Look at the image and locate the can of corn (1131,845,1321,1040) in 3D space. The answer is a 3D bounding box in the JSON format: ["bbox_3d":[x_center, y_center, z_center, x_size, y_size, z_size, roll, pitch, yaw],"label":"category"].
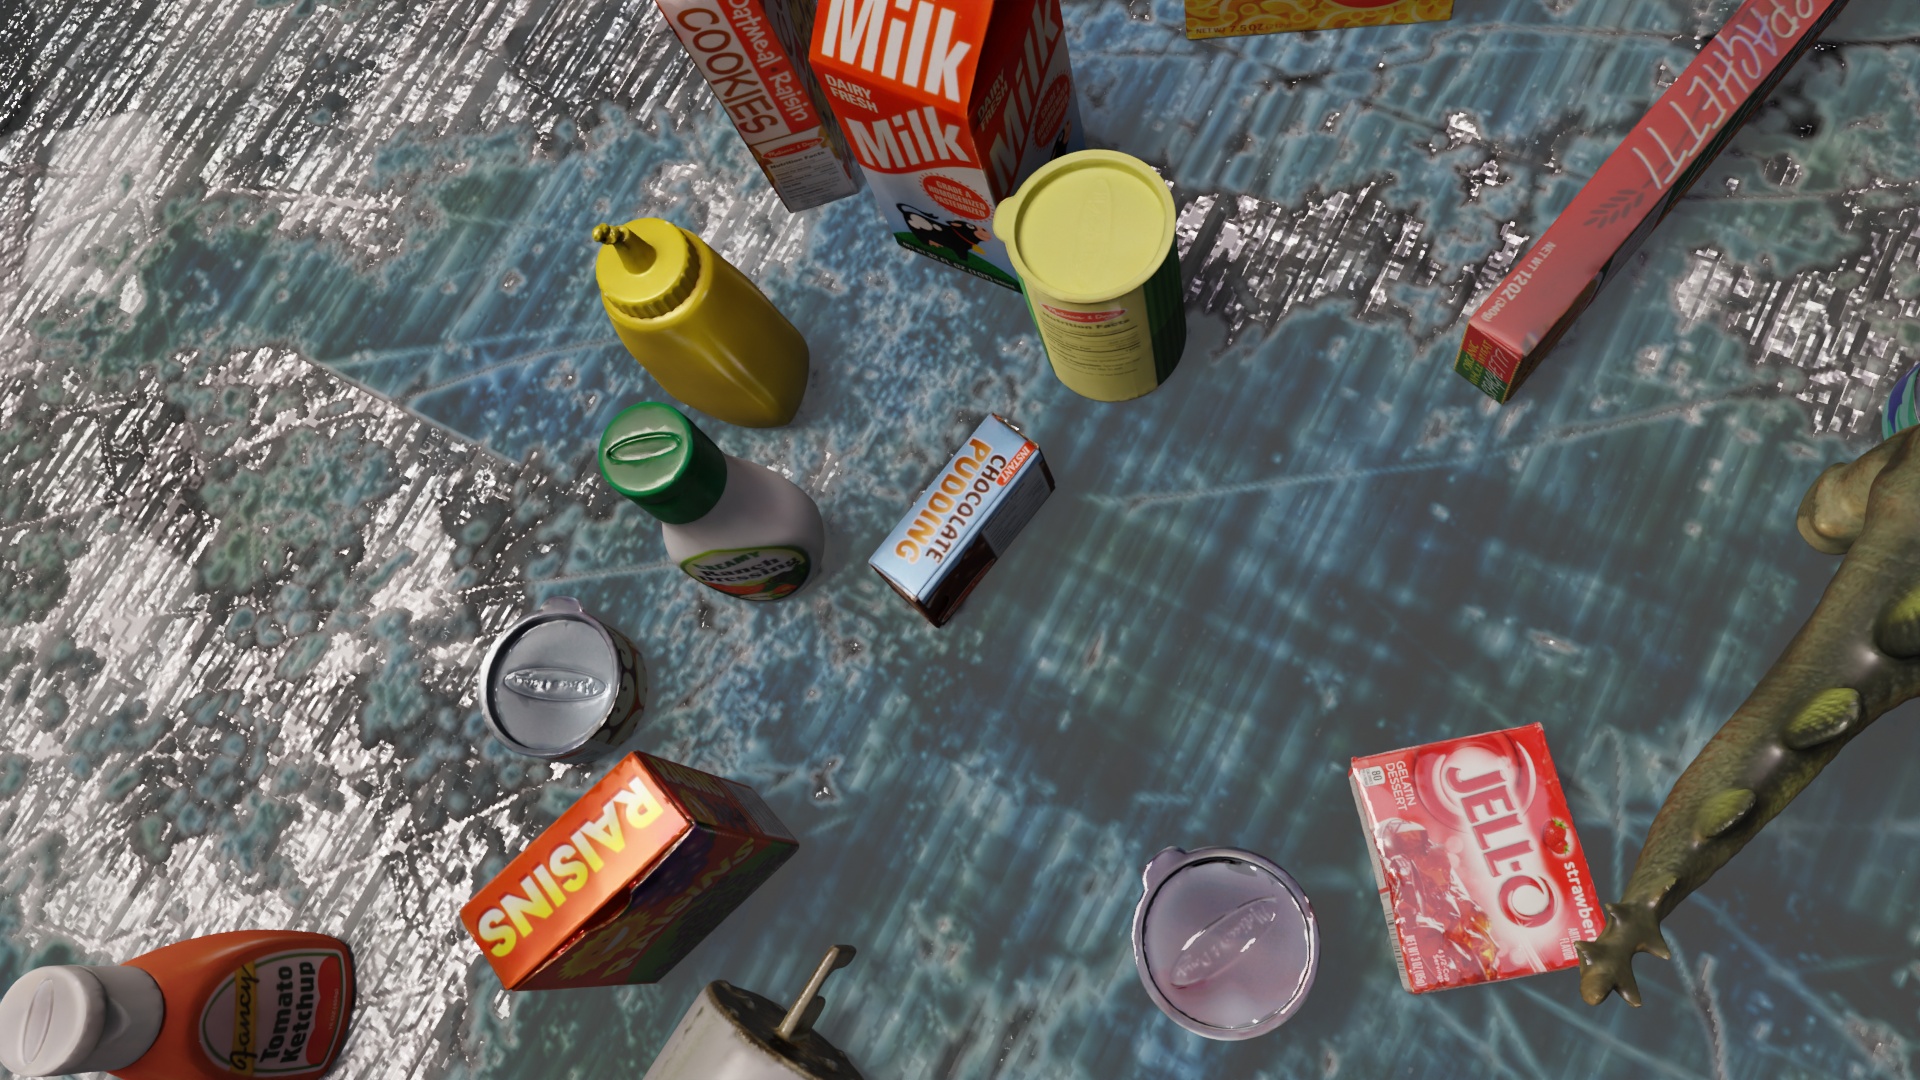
[{"bbox_3d":[0.098,0.148,0.519,0.071,0.058,0.071,-3,73,11],"label":"can of corn"}]

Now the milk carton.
[{"bbox_3d":[-0.002,-0.184,0.572,0.072,0.190,0.073,25,80,17],"label":"milk carton"}]

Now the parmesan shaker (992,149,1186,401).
[{"bbox_3d":[0.057,-0.108,0.583,0.071,0.103,0.071,-3,73,11],"label":"parmesan shaker"}]

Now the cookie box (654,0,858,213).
[{"bbox_3d":[-0.095,-0.244,0.623,0.040,0.167,0.123,-15,71,7],"label":"cookie box"}]

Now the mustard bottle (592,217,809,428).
[{"bbox_3d":[-0.112,-0.095,0.583,0.065,0.160,0.049,11,76,15],"label":"mustard bottle"}]

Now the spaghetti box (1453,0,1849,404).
[{"bbox_3d":[0.297,-0.163,0.580,0.029,0.050,0.250,40,84,19],"label":"spaghetti box"}]

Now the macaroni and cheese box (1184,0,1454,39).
[{"bbox_3d":[0.154,-0.281,0.584,0.124,0.166,0.040,-1,74,12],"label":"macaroni and cheese box"}]

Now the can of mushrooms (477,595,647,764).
[{"bbox_3d":[-0.174,0.063,0.614,0.071,0.033,0.071,-3,73,11],"label":"can of mushrooms"}]

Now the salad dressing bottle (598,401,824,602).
[{"bbox_3d":[-0.099,-0.013,0.562,0.064,0.147,0.044,-9,72,9],"label":"salad dressing bottle"}]

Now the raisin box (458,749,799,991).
[{"bbox_3d":[-0.121,0.130,0.535,0.086,0.123,0.040,-42,70,-3],"label":"raisin box"}]

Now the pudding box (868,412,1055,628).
[{"bbox_3d":[0.002,-0.007,0.592,0.030,0.049,0.084,37,83,19],"label":"pudding box"}]

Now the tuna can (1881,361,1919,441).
[{"bbox_3d":[0.394,-0.045,0.532,0.071,0.032,0.071,-3,73,11],"label":"tuna can"}]

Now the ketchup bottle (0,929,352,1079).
[{"bbox_3d":[-0.300,0.184,0.541,0.043,0.148,0.065,-1,73,12],"label":"ketchup bottle"}]
